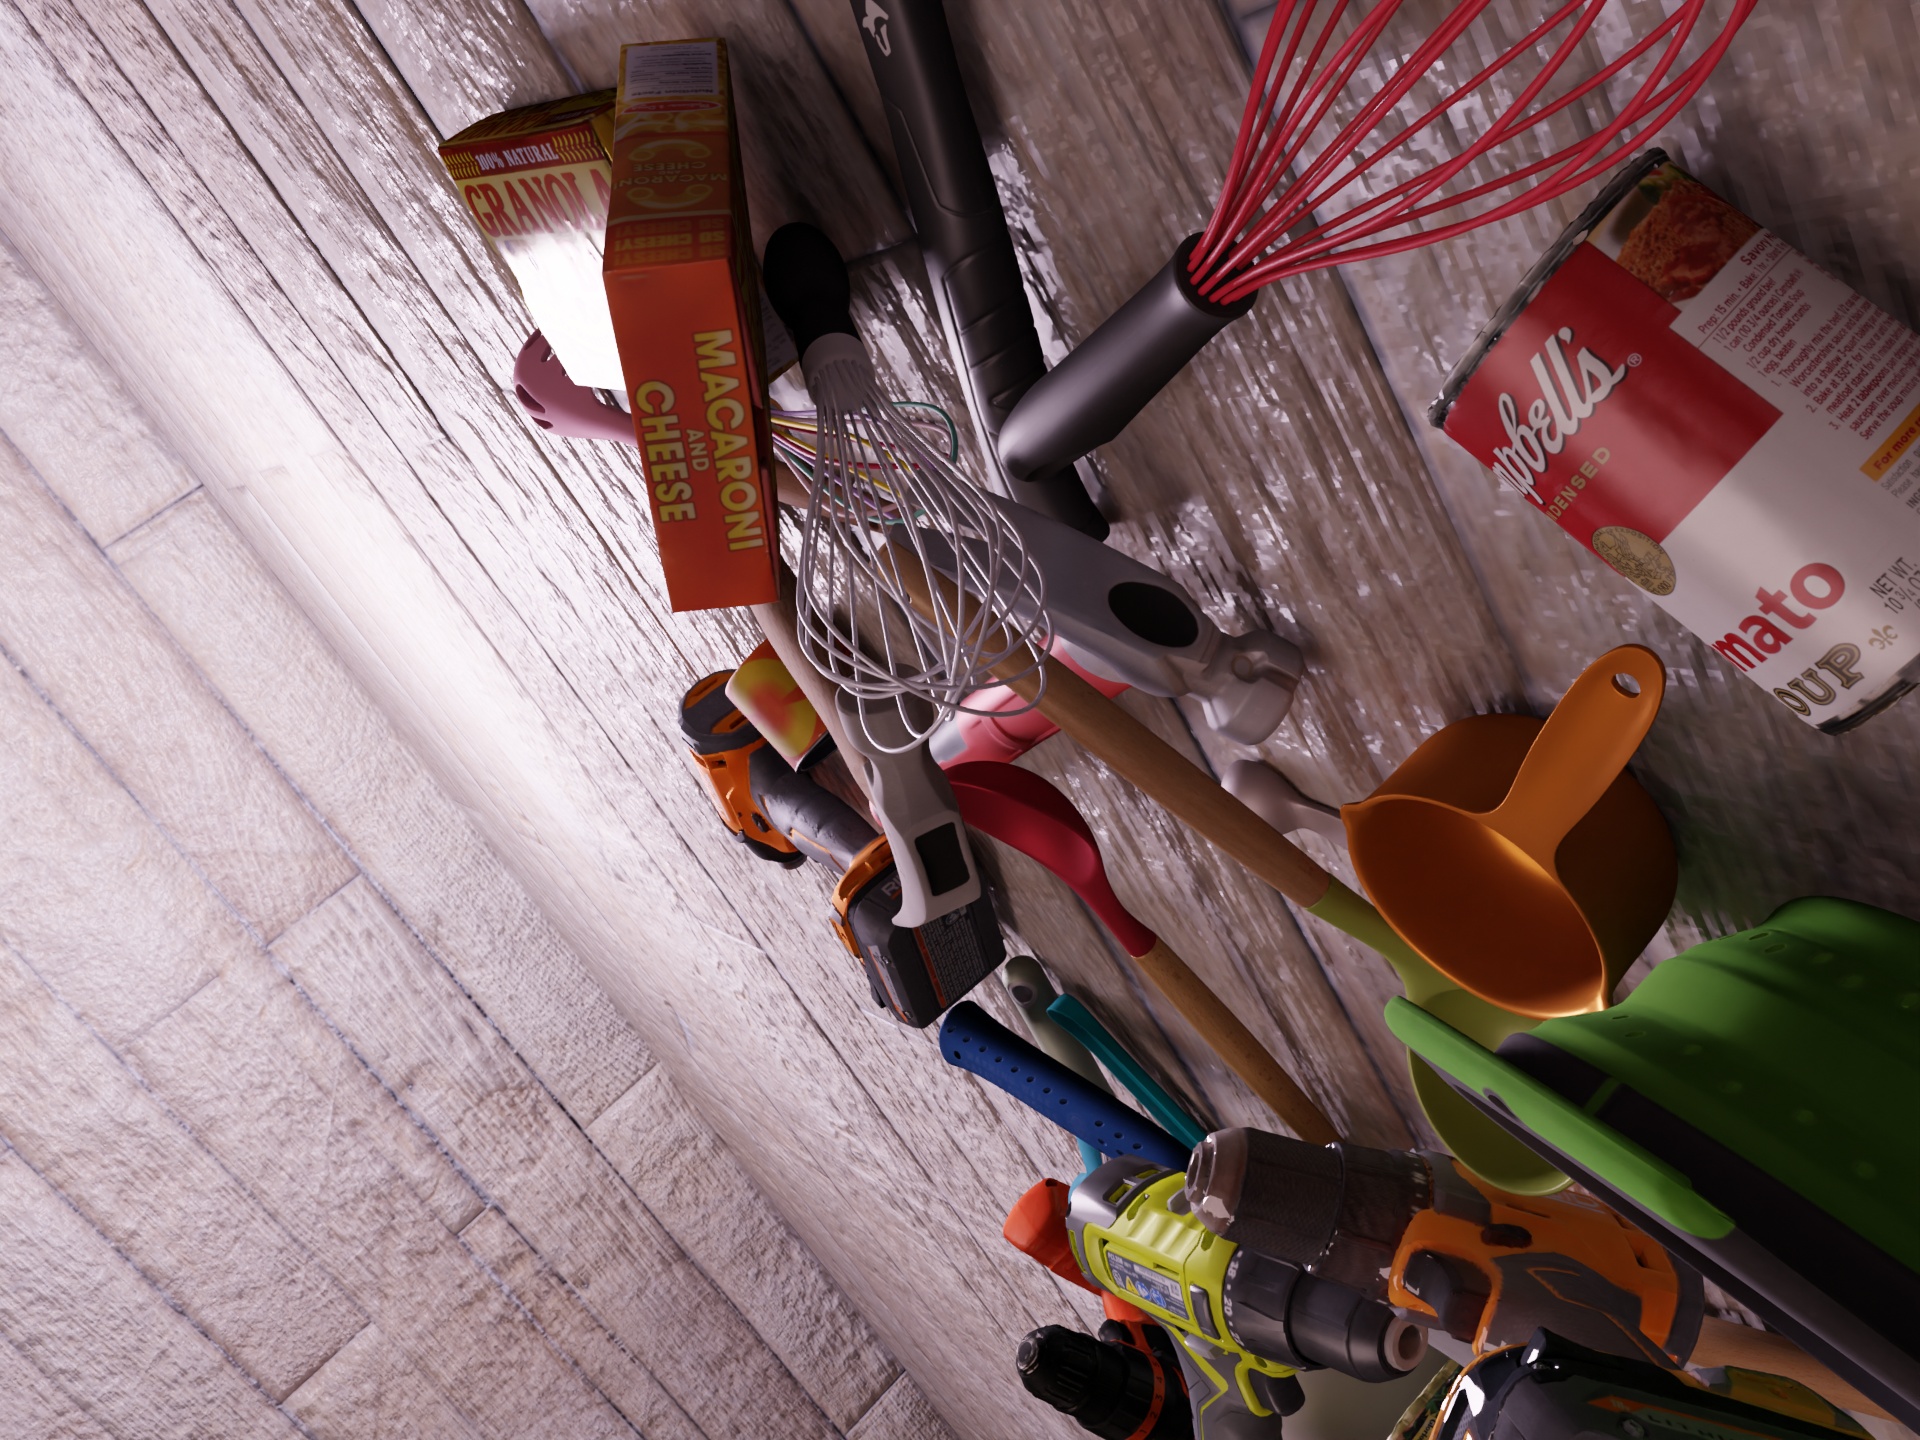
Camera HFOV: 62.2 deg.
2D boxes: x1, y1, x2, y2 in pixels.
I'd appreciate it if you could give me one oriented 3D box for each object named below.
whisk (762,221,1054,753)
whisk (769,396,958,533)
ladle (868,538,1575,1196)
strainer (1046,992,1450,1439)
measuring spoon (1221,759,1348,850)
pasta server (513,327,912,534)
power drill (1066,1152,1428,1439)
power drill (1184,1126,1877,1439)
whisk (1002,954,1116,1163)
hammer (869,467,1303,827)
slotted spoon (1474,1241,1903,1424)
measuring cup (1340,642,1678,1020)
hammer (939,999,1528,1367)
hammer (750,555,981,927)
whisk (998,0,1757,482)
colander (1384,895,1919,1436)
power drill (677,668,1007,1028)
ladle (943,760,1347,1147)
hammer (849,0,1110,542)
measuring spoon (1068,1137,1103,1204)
[{"bbox_3d":[-0.033,-0.092,0.489,0.285,0.070,0.070,-110,-1,-48],"label":"whisk"},{"bbox_3d":[-0.074,-0.124,0.668,0.245,0.047,0.051,30,113,49],"label":"whisk"},{"bbox_3d":[0.094,0.051,0.523,0.320,0.062,0.078,37,149,-13],"label":"ladle"},{"bbox_3d":[0.148,0.304,0.885,0.340,0.095,0.211,46,158,3],"label":"strainer"},{"bbox_3d":[0.142,0.048,0.577,0.124,0.018,0.034,27,149,42],"label":"measuring spoon"},{"bbox_3d":[-0.131,-0.138,0.779,0.316,0.040,0.060,24,148,39],"label":"pasta server"},{"bbox_3d":[0.147,0.318,0.717,0.191,0.080,0.228,1,111,57],"label":"power drill"},{"bbox_3d":[0.172,0.201,0.511,0.185,0.084,0.226,16,-173,1],"label":"power drill"},{"bbox_3d":[0.088,0.241,0.969,0.058,0.059,0.246,-19,111,27],"label":"whisk"},{"bbox_3d":[-0.001,-0.002,0.688,0.143,0.038,0.386,26,163,-9],"label":"hammer"},{"bbox_3d":[0.275,0.243,0.640,0.070,0.031,0.314,53,156,-10],"label":"slotted spoon"},{"bbox_3d":[0.167,0.018,0.438,0.095,0.052,0.173,40,155,21],"label":"measuring cup"},{"bbox_3d":[0.129,0.230,0.785,0.406,0.035,0.144,22,133,46],"label":"hammer"},{"bbox_3d":[-0.063,-0.027,0.675,0.332,0.031,0.130,-127,17,-55],"label":"hammer"},{"bbox_3d":[0.070,-0.113,0.371,0.073,0.073,0.296,50,157,-4],"label":"whisk"},{"bbox_3d":[0.285,0.154,0.408,0.396,0.094,0.205,37,178,-21],"label":"colander"},{"bbox_3d":[-0.075,0.081,0.963,0.227,0.084,0.164,38,156,36],"label":"power drill"},{"bbox_3d":[0.096,0.116,0.705,0.315,0.031,0.069,47,154,-26],"label":"ladle"},{"bbox_3d":[-0.012,-0.176,0.476,0.146,0.035,0.334,28,151,40],"label":"hammer"},{"bbox_3d":[0.072,0.271,0.951,0.042,0.021,0.128,39,153,41],"label":"measuring spoon"}]
